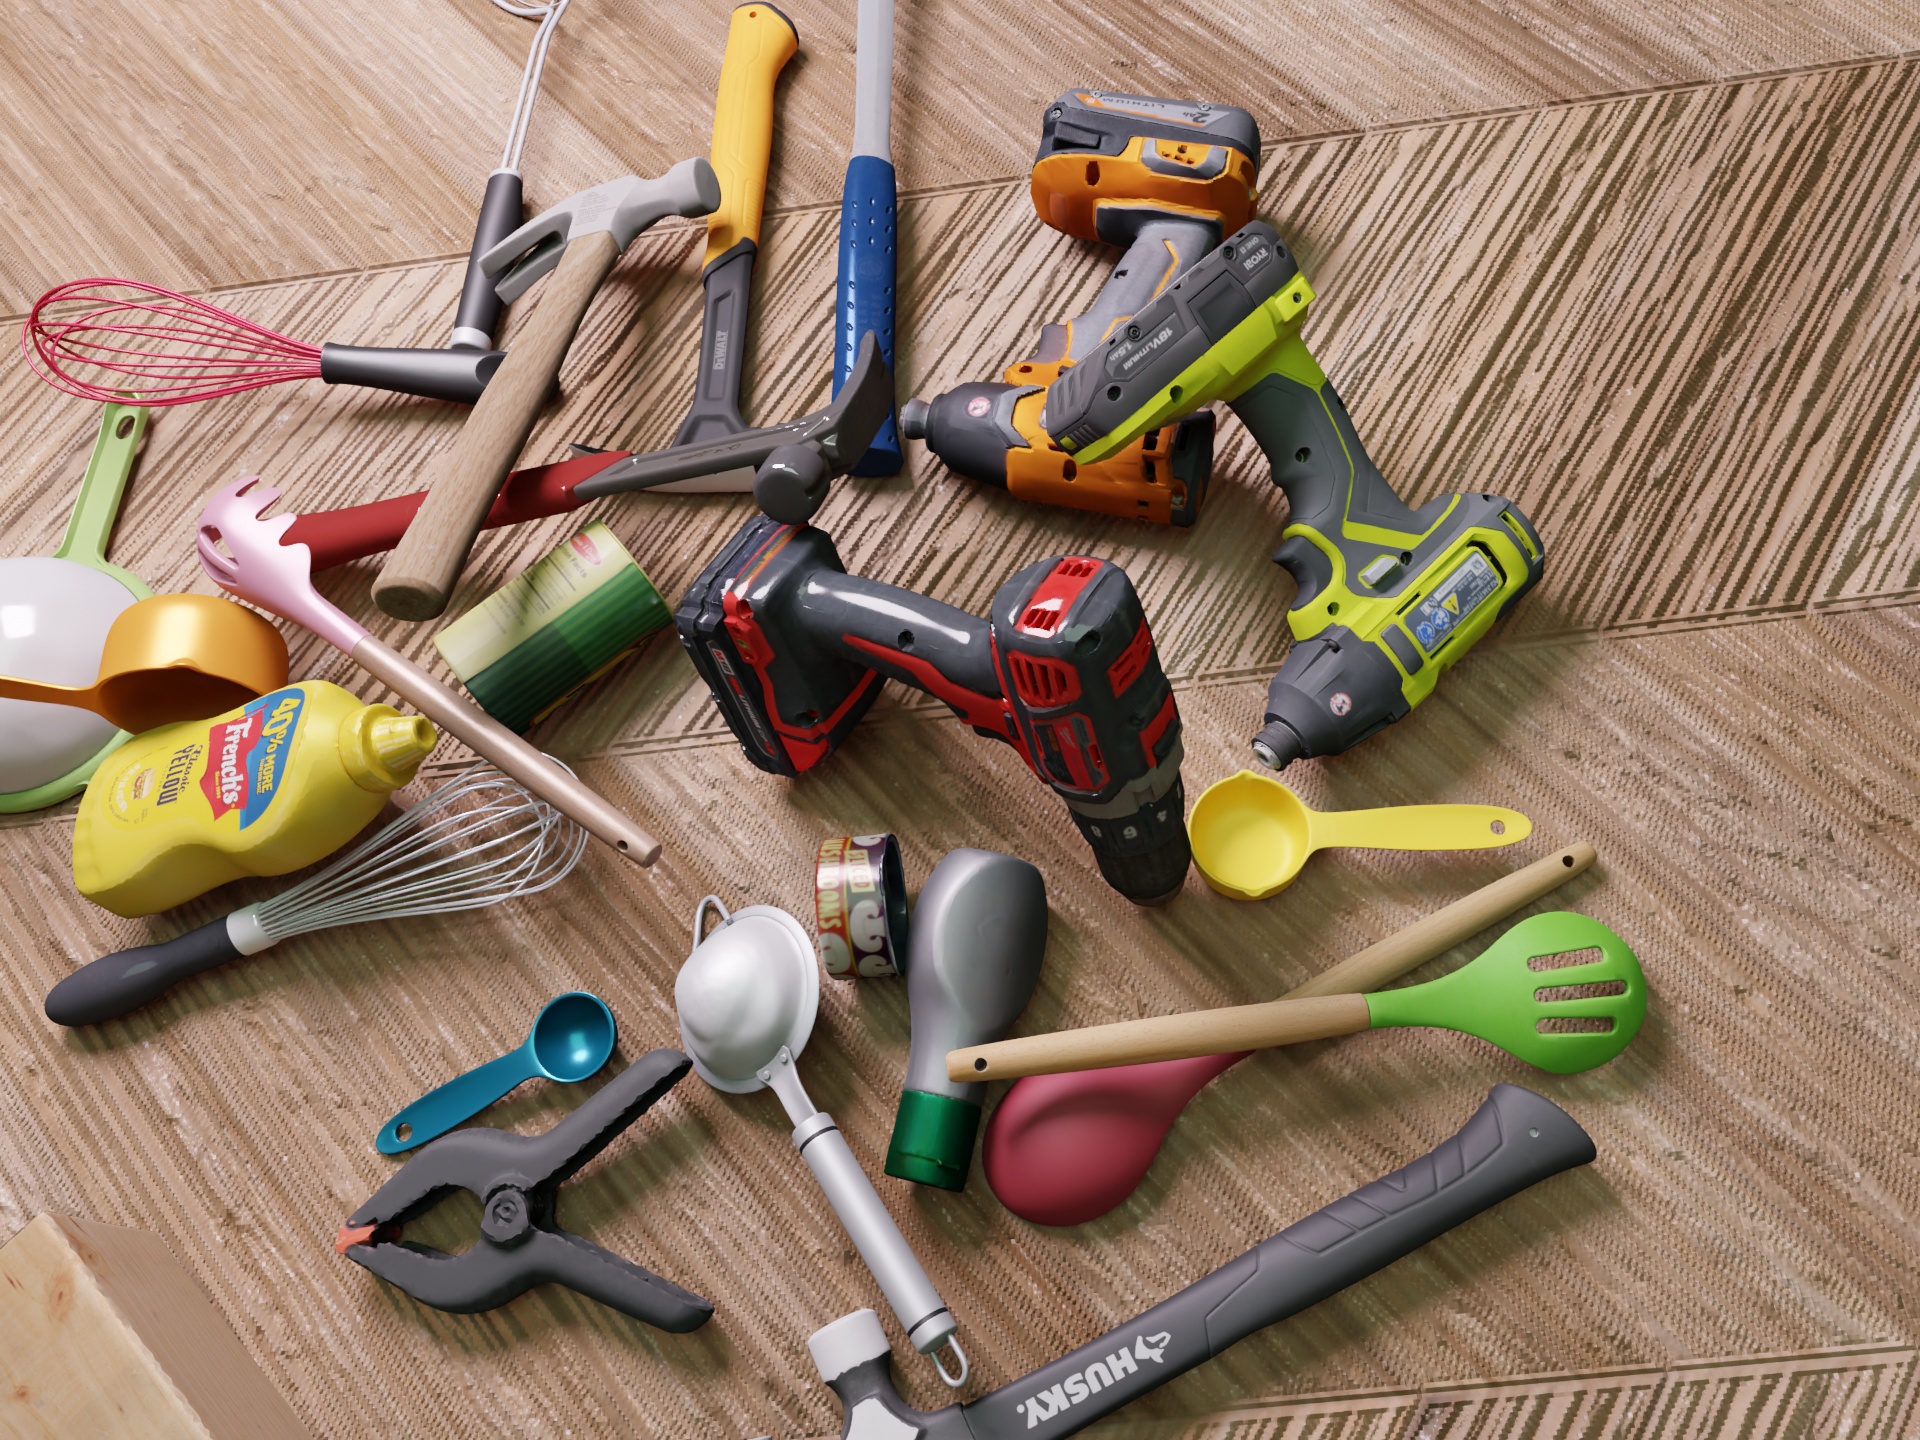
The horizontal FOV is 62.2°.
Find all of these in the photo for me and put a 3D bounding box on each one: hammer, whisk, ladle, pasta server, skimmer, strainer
[{"bbox_3d":[0.114,0.248,0.661,0.335,0.035,0.146,-26,66,-5],"label":"hammer"},{"bbox_3d":[-0.211,-0.121,0.811,0.359,0.036,0.149,-8,34,21],"label":"hammer"},{"bbox_3d":[-0.313,0.088,0.772,0.284,0.070,0.070,-22,66,2],"label":"whisk"},{"bbox_3d":[-0.139,-0.282,0.921,0.127,0.034,0.337,0,67,6],"label":"hammer"},{"bbox_3d":[0.152,0.131,0.713,0.315,0.031,0.069,-27,71,-7],"label":"ladle"},{"bbox_3d":[-0.057,-0.328,0.914,0.144,0.035,0.406,7,69,-17],"label":"hammer"},{"bbox_3d":[-0.261,-0.023,0.764,0.316,0.060,0.040,33,32,16],"label":"pasta server"},{"bbox_3d":[-0.374,-0.203,0.889,0.296,0.073,0.073,5,67,-3],"label":"whisk"},{"bbox_3d":[-0.286,-0.389,0.954,0.127,0.090,0.363,-11,64,37],"label":"skimmer"},{"bbox_3d":[-0.221,-0.175,0.806,0.130,0.031,0.332,-8,46,22],"label":"hammer"},{"bbox_3d":[-0.067,0.172,0.691,0.087,0.050,0.259,-46,60,16],"label":"strainer"},{"bbox_3d":[-0.496,-0.081,0.854,0.151,0.069,0.256,3,69,8],"label":"strainer"}]

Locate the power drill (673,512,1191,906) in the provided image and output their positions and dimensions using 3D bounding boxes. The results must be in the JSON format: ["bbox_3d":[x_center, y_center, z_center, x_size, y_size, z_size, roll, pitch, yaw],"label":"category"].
[{"bbox_3d":[-0.001,-0.002,0.723,0.227,0.187,0.080,13,53,33],"label":"power drill"}]

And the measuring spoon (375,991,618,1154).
[{"bbox_3d":[-0.215,0.170,0.746,0.128,0.021,0.042,-29,67,4],"label":"measuring spoon"}]

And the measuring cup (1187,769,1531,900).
[{"bbox_3d":[0.184,0.055,0.742,0.156,0.029,0.062,-2,67,3],"label":"measuring cup"}]

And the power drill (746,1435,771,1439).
[{"bbox_3d":[-0.145,0.396,0.605,0.228,0.080,0.191,-13,67,-2],"label":"power drill"}]

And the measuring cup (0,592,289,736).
[{"bbox_3d":[-0.428,-0.032,0.796,0.173,0.095,0.052,8,60,-18],"label":"measuring cup"}]

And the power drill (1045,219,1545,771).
[{"bbox_3d":[0.150,-0.101,0.744,0.171,0.080,0.223,-42,98,-14],"label":"power drill"}]

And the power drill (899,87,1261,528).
[{"bbox_3d":[0.067,-0.219,0.845,0.164,0.084,0.227,11,72,11],"label":"power drill"}]

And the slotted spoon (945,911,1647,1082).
[{"bbox_3d":[0.150,0.131,0.687,0.313,0.031,0.070,-6,81,-4],"label":"slotted spoon"}]
